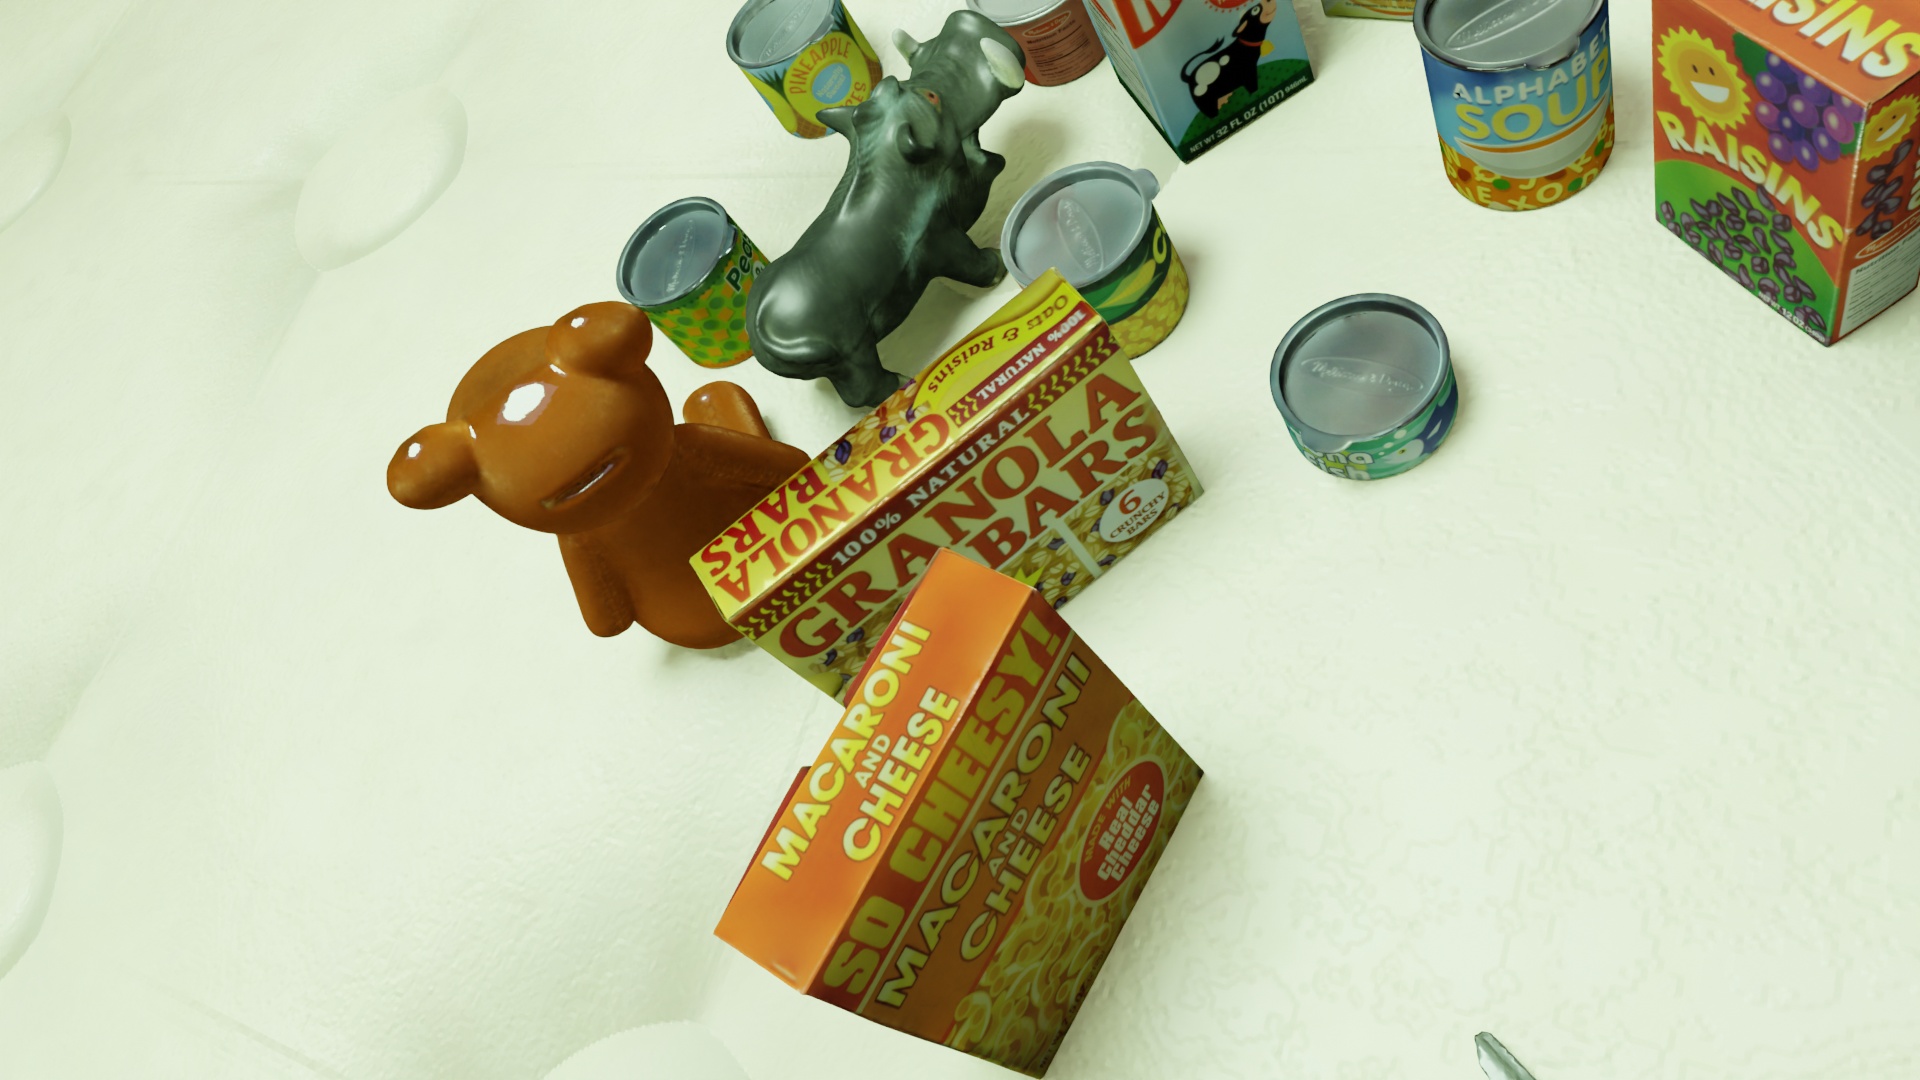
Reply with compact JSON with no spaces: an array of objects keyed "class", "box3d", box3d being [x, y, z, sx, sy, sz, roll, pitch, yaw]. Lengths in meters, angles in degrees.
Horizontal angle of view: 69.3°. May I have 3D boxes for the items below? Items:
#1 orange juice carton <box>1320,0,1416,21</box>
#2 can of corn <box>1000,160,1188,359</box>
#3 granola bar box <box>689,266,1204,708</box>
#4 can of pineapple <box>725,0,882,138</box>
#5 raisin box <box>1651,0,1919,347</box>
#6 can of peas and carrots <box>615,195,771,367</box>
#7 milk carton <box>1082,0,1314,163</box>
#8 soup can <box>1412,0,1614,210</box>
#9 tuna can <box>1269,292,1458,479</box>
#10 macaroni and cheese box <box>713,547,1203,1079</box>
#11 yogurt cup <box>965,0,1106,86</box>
[{"class":"orange juice carton","box3d":[0.173,-0.305,0.558,0.073,0.192,0.072,19,74,34]},{"class":"can of corn","box3d":[0.061,-0.119,0.596,0.071,0.058,0.071,-12,59,21]},{"class":"granola bar box","box3d":[0.002,-0.007,0.522,0.165,0.124,0.039,-39,53,3]},{"class":"can of pineapple","box3d":[-0.083,-0.260,0.749,0.071,0.057,0.071,-12,59,21]},{"class":"raisin box","box3d":[0.272,-0.131,0.453,0.040,0.123,0.086,-36,53,6]},{"class":"can of peas and carrots","box3d":[-0.127,-0.129,0.698,0.071,0.058,0.071,-12,59,21]},{"class":"milk carton","box3d":[0.082,-0.258,0.580,0.072,0.190,0.074,-32,54,9]},{"class":"soup can","box3d":[0.215,-0.176,0.532,0.071,0.083,0.071,-12,59,21]},{"class":"tuna can","box3d":[0.153,-0.056,0.529,0.071,0.032,0.071,-12,59,21]},{"class":"macaroni and cheese box","box3d":[0.010,0.093,0.435,0.040,0.166,0.124,22,75,35]},{"class":"yogurt cup","box3d":[0.043,-0.265,0.690,0.072,0.054,0.073,-12,59,21]}]
